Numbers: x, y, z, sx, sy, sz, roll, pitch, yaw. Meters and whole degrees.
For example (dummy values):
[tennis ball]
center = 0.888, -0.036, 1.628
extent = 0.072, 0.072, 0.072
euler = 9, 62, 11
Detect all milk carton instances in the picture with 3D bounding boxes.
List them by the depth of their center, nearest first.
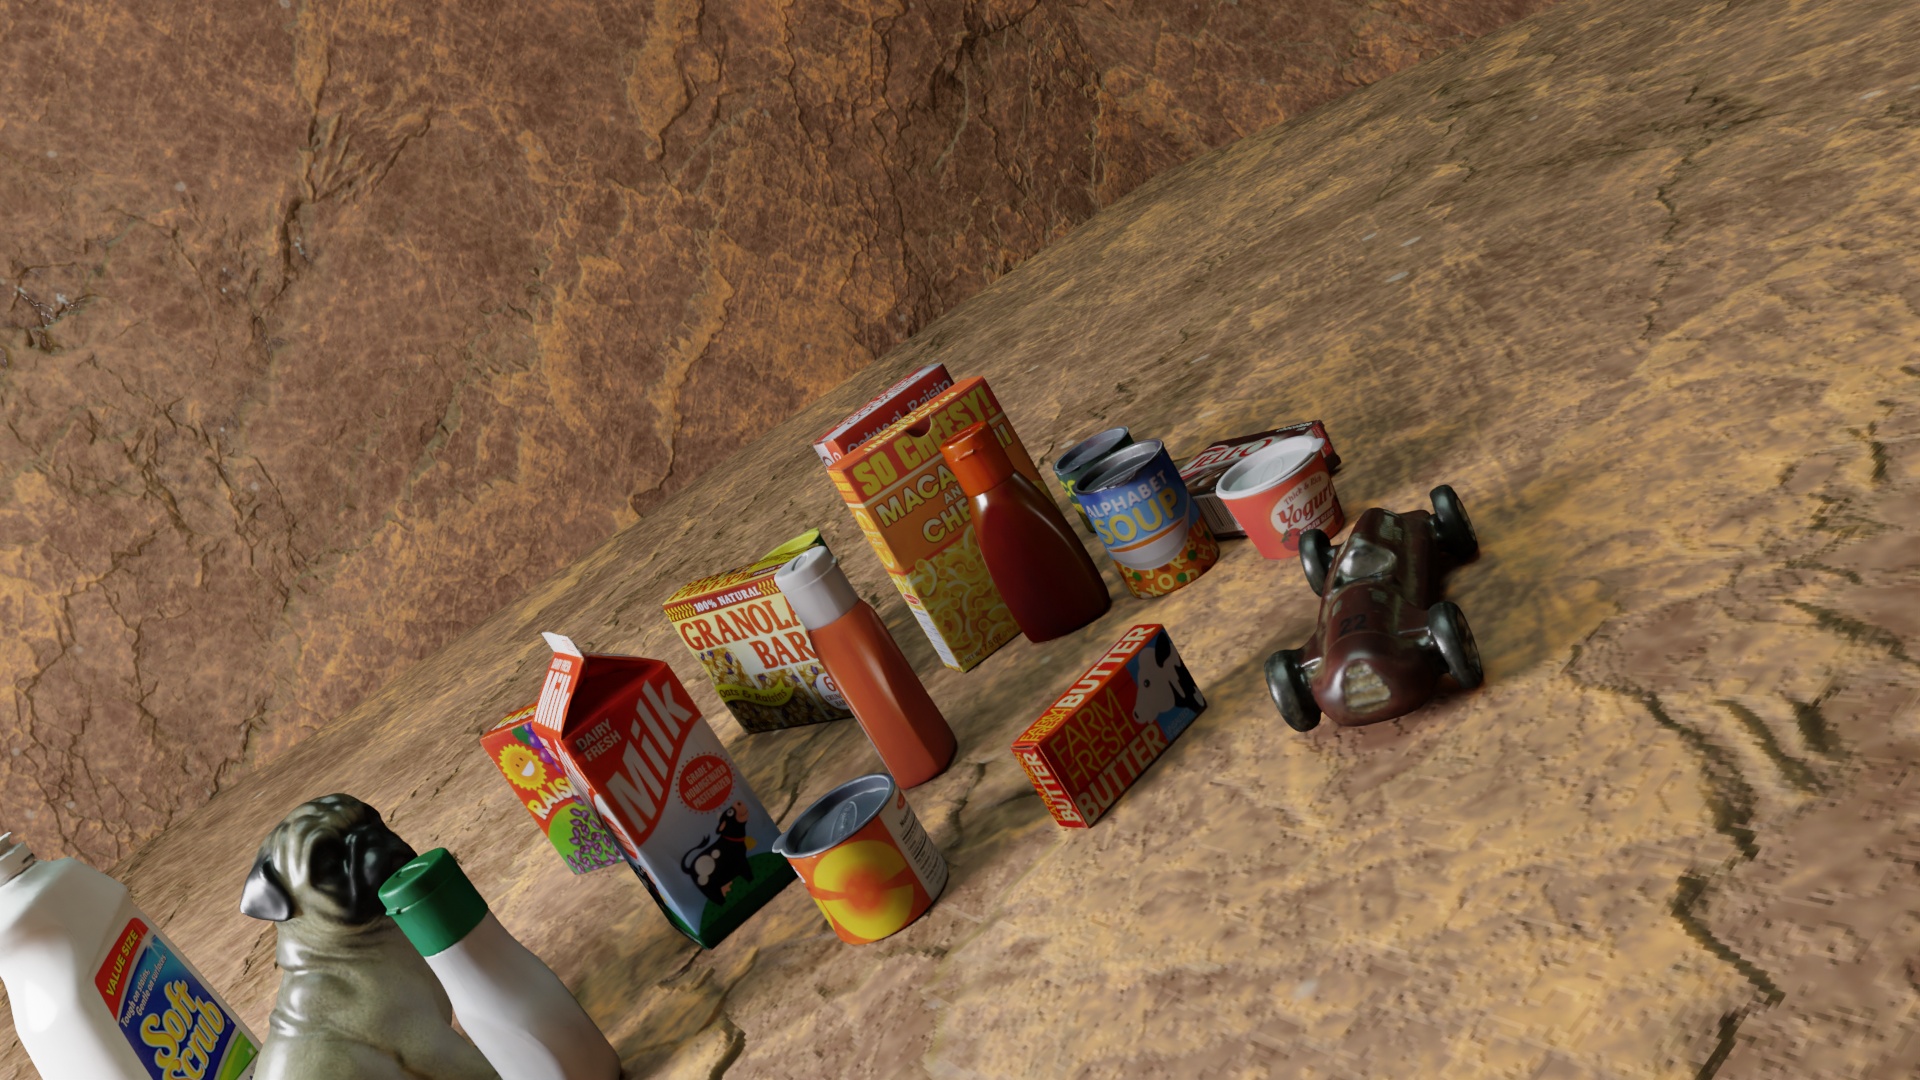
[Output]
[milk carton]
center = -0.177, 0.131, 0.790
extent = 0.074, 0.190, 0.072
euler = -37, 15, -25

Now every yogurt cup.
[yogurt cup]
center = 0.197, -0.024, 0.845
extent = 0.072, 0.054, 0.072
euler = -29, 14, 8

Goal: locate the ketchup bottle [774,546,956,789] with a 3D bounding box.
[ketchup bottle]
center = -0.057, 0.074, 0.829
extent = 0.043, 0.148, 0.065
euler = -29, 14, 8

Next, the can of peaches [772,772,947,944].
[can of peaches]
center = -0.050, 0.161, 0.701
extent = 0.071, 0.058, 0.071
euler = -29, 14, 8

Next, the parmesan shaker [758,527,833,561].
[parmesan shaker]
center = -0.113, 0.051, 1.114
extent = 0.071, 0.103, 0.071
euler = -29, 14, 8

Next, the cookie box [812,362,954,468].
[cookie box]
center = -0.026, -0.041, 1.121
extent = 0.123, 0.167, 0.040
euler = -39, 16, -29

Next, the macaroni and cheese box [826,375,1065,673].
[macaroni and cheese box]
center = 0.003, -0.012, 0.965
extent = 0.124, 0.166, 0.040
euler = -35, 14, -18

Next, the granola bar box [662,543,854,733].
[granola bar box]
center = -0.134, 0.076, 1.025
extent = 0.165, 0.124, 0.039
euler = -16, 20, 45

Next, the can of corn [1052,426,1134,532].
[can of corn]
center = 0.113, -0.046, 1.081
extent = 0.071, 0.058, 0.071
euler = -29, 14, 8

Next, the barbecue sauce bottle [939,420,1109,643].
[barbecue sauce bottle]
center = 0.038, -0.007, 0.915
extent = 0.065, 0.148, 0.044
euler = -26, 14, 18

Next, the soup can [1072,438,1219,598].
[soup can]
center = 0.121, -0.013, 0.900
extent = 0.071, 0.083, 0.071
euler = -29, 14, 8

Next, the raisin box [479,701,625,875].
[raisin box]
center = -0.268, 0.169, 0.980
extent = 0.086, 0.123, 0.040
euler = -22, 16, 32

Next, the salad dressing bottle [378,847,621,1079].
[salad dressing bottle]
center = -0.224, 0.218, 0.676
extent = 0.064, 0.147, 0.044
euler = -19, 18, 40

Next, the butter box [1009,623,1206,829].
[butter box]
center = 0.076, 0.092, 0.695
extent = 0.104, 0.053, 0.024
euler = -39, 16, -30
